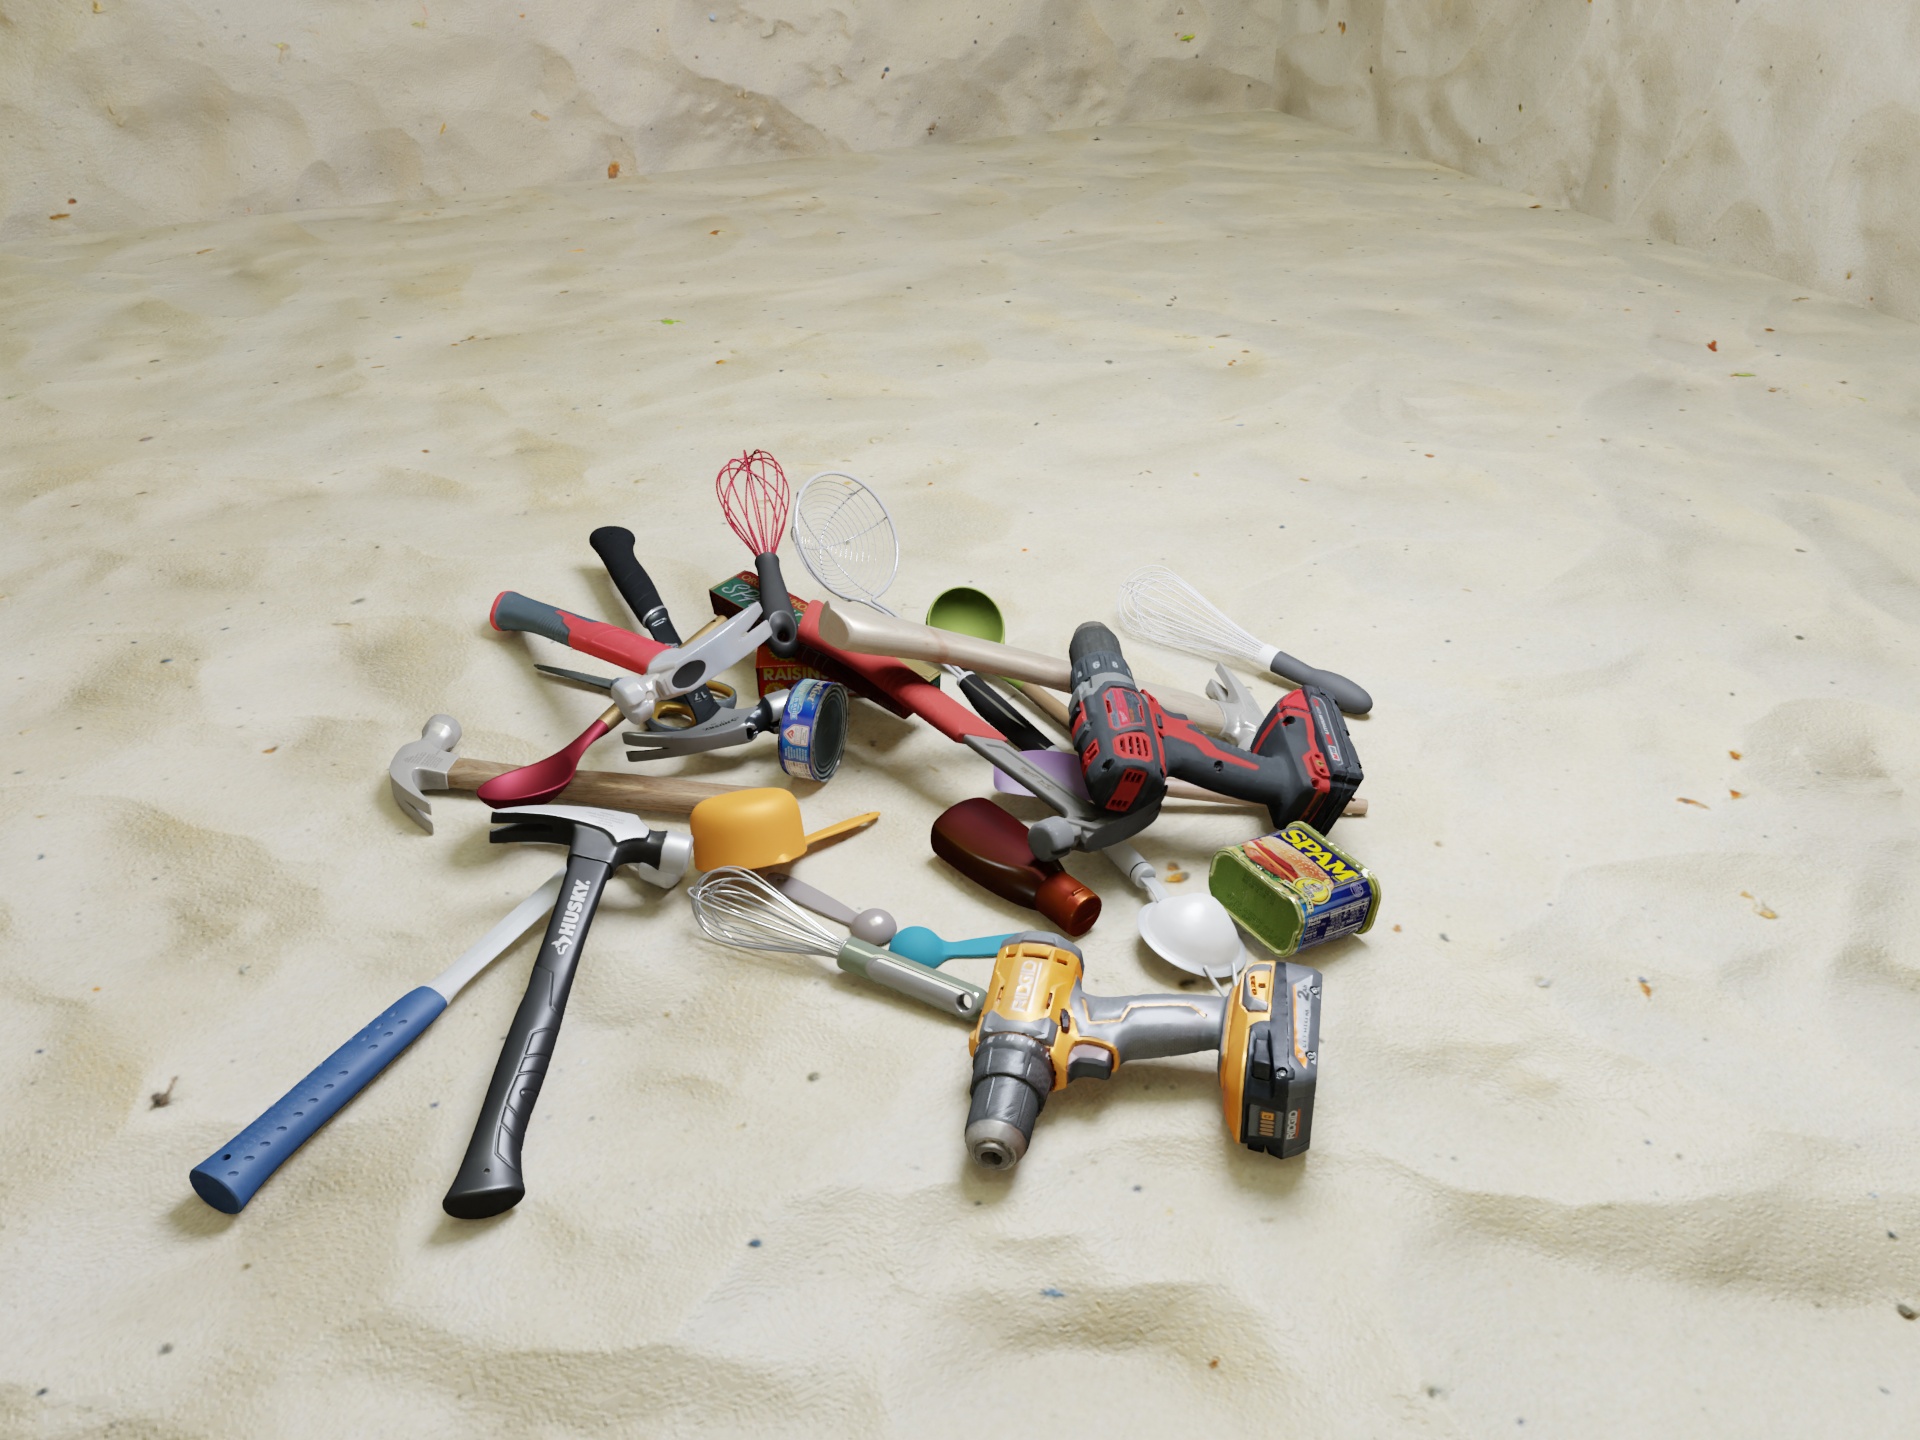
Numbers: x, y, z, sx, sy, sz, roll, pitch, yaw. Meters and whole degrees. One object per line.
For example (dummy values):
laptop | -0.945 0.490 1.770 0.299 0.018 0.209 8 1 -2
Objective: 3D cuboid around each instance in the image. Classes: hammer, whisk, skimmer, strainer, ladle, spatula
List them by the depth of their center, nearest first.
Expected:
hammer | -0.285 0.184 1.077 0.146 0.035 0.335 14 41 -7
hammer | -0.366 0.186 1.114 0.144 0.035 0.405 16 36 21
whisk | -0.091 0.164 1.150 0.246 0.058 0.059 19 3 18
strainer | 0.145 0.122 1.231 0.086 0.050 0.259 1 26 -30
hammer | -0.312 0.056 1.319 0.331 0.031 0.130 6 33 6
hammer | -0.002 -0.004 1.320 0.359 0.036 0.149 36 34 31
spatula | 0.184 0.056 1.331 0.316 0.018 0.060 6 40 -2
ladle | -0.288 -0.009 1.340 0.069 0.031 0.315 6 35 29
hammer | 0.076 -0.045 1.367 0.410 0.038 0.146 14 28 -19
hammer | -0.318 -0.083 1.424 0.143 0.038 0.387 -36 30 -25
ladle | 0.076 -0.027 1.442 0.078 0.062 0.320 -29 45 -22
skimmer | -0.024 -0.095 1.445 0.127 0.090 0.364 -13 46 -46
whisk | -0.184 -0.162 1.496 0.073 0.073 0.296 -6 46 -11
hammer | -0.287 -0.085 1.497 0.149 0.036 0.409 -18 38 -18
whisk | 0.269 -0.075 1.525 0.285 0.070 0.070 30 42 29

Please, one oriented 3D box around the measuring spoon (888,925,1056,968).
measuring spoon | 0.010 0.161 1.177 0.128 0.021 0.042 -5 34 -7

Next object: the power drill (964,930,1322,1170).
power drill | 0.116 0.225 1.038 0.226 0.084 0.185 5 35 12

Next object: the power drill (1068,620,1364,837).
power drill | 0.192 0.004 1.283 0.226 0.080 0.188 10 41 -16

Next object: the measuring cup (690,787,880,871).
measuring cup | -0.135 0.074 1.260 0.173 0.052 0.095 -16 11 -40

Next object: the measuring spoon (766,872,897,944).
measuring spoon | -0.101 0.137 1.214 0.124 0.018 0.034 22 38 29
